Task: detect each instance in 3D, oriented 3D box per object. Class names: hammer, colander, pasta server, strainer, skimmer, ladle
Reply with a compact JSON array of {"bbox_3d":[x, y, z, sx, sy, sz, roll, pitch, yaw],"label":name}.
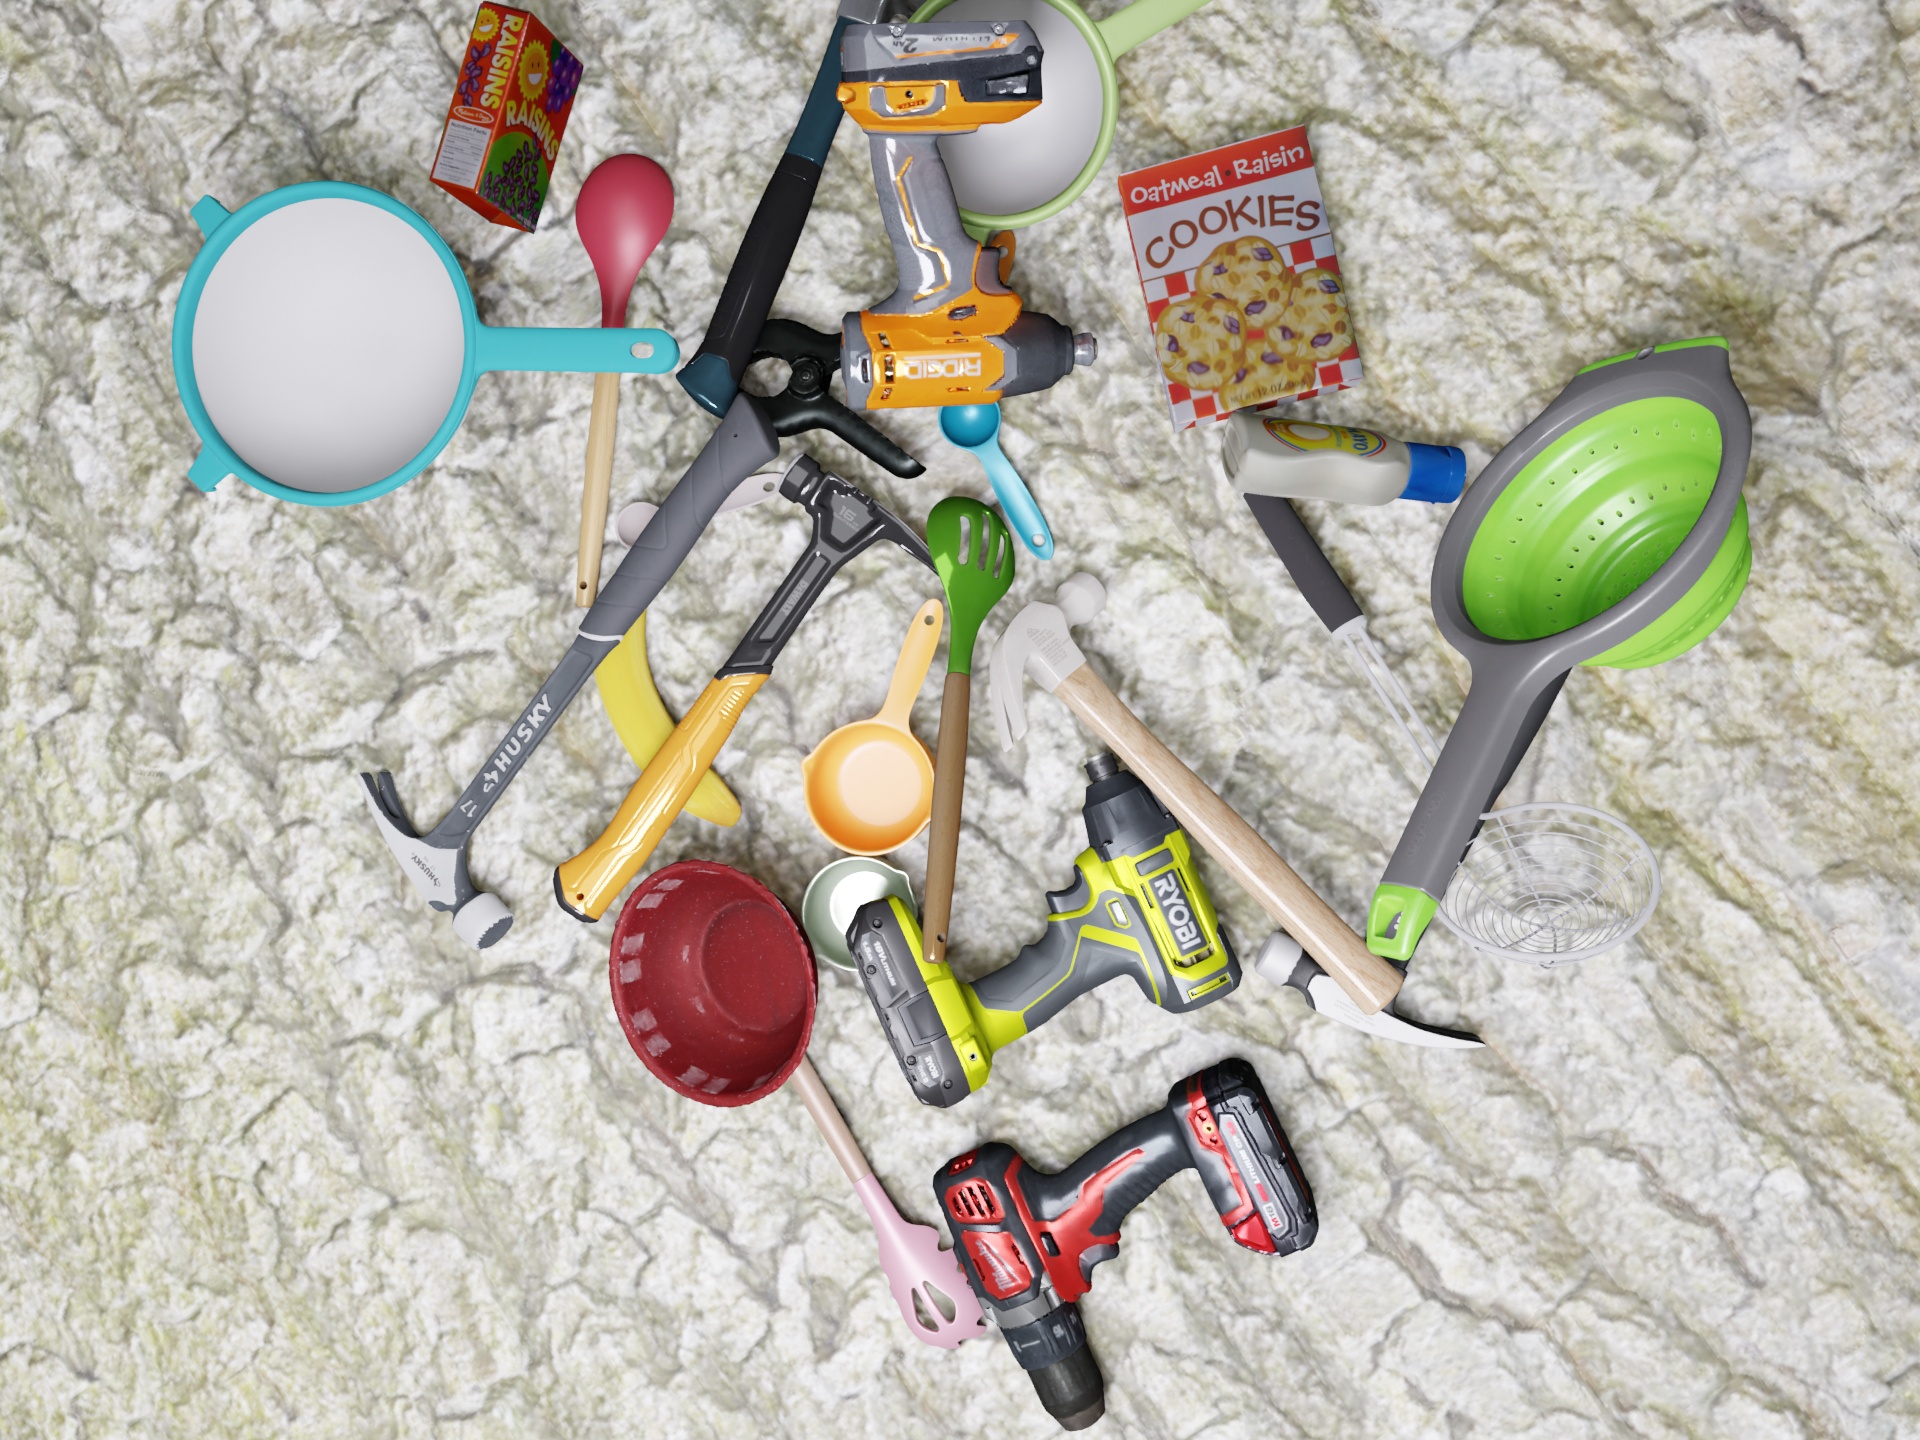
[{"bbox_3d":[-0.252,-0.045,1.052,0.149,0.036,0.409,42,103,15],"label":"hammer"},{"bbox_3d":[-0.150,-0.007,1.047,0.127,0.034,0.337,35,86,1],"label":"hammer"},{"bbox_3d":[0.344,-0.027,0.902,0.094,0.204,0.397,34,76,-23],"label":"colander"},{"bbox_3d":[0.146,0.055,0.994,0.331,0.031,0.130,46,55,7],"label":"hammer"},{"bbox_3d":[-0.079,0.282,1.070,0.060,0.040,0.316,-33,82,6],"label":"pasta server"},{"bbox_3d":[0.069,-0.423,1.024,0.256,0.069,0.151,-29,108,5],"label":"strainer"},{"bbox_3d":[-0.347,-0.245,1.072,0.340,0.095,0.211,2,93,5],"label":"strainer"},{"bbox_3d":[0.276,-0.016,0.962,0.127,0.090,0.363,-27,75,-9],"label":"skimmer"},{"bbox_3d":[-0.243,-0.235,1.092,0.069,0.031,0.315,6,92,7],"label":"ladle"},{"bbox_3d":[0.330,0.051,1.011,0.146,0.035,0.335,28,93,7],"label":"hammer"},{"bbox_3d":[-0.111,-0.356,1.051,0.128,0.033,0.331,21,84,6],"label":"hammer"}]

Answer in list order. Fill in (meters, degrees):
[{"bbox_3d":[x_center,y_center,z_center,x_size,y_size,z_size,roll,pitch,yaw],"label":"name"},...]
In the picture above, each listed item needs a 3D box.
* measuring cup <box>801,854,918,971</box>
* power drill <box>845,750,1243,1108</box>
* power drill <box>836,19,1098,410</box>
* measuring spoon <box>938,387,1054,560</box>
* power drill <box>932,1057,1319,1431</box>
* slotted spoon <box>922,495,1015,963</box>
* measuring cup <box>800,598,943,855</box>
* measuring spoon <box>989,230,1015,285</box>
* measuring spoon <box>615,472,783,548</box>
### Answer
[{"bbox_3d":[-0.036,0.160,1.059,0.083,0.038,0.167,-41,91,4],"label":"measuring cup"},{"bbox_3d":[0.047,0.133,1.011,0.223,0.080,0.171,-24,88,-10],"label":"power drill"},{"bbox_3d":[0.004,-0.308,0.981,0.164,0.084,0.226,-3,112,-5],"label":"power drill"},{"bbox_3d":[0.028,-0.164,1.063,0.042,0.021,0.128,-29,95,7],"label":"measuring spoon"},{"bbox_3d":[0.113,0.335,1.019,0.226,0.080,0.188,-25,87,9],"label":"power drill"},{"bbox_3d":[-0.002,-0.003,0.998,0.070,0.031,0.314,17,68,-30],"label":"slotted spoon"},{"bbox_3d":[-0.042,0.004,1.052,0.095,0.052,0.173,20,90,7],"label":"measuring cup"},{"bbox_3d":[0.013,-0.273,1.067,0.021,0.011,0.117,20,89,7],"label":"measuring spoon"},{"bbox_3d":[-0.175,-0.144,1.090,0.124,0.018,0.034,-17,74,0],"label":"measuring spoon"}]
